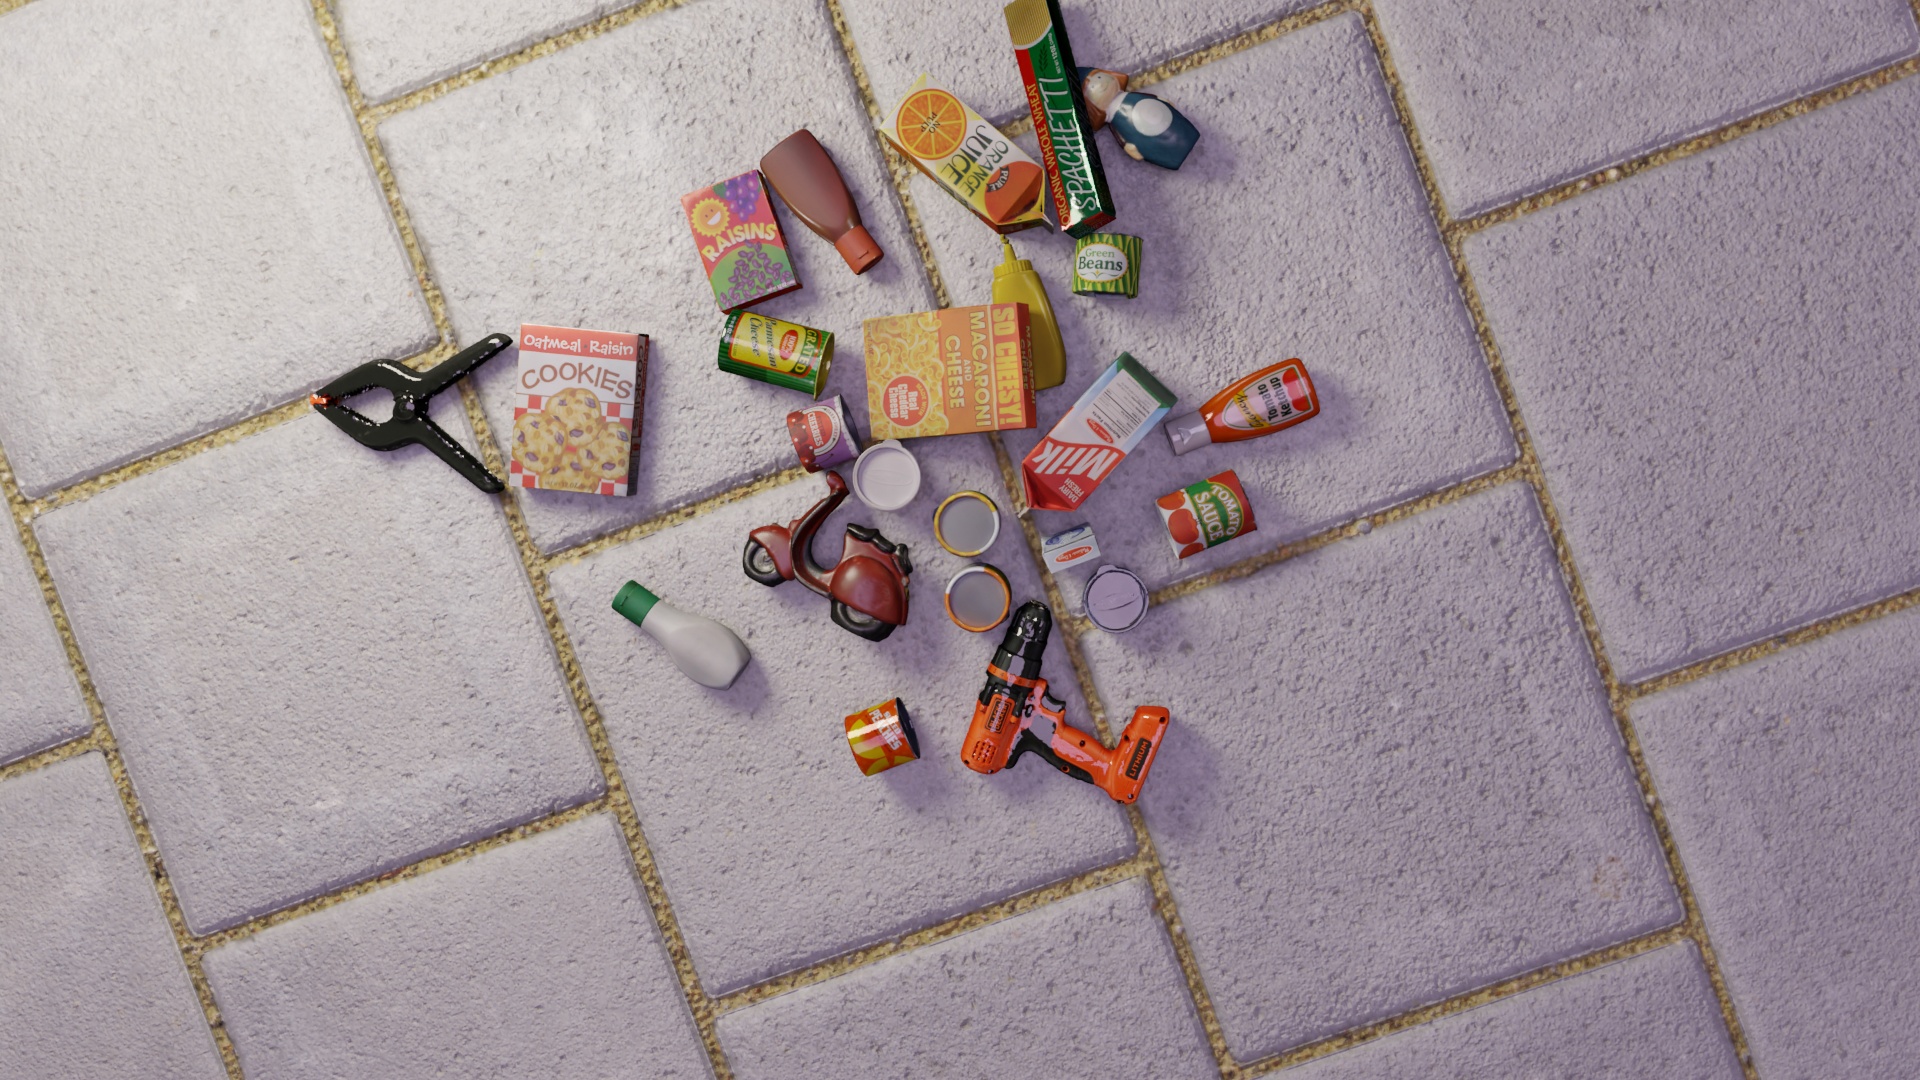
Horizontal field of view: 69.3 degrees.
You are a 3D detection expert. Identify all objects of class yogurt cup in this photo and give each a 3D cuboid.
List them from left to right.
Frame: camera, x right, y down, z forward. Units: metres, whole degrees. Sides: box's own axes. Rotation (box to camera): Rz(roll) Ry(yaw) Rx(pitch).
[{"bbox_3d":[-0.071,-0.064,1.399,0.072,0.054,0.072,0,93,3],"label":"yogurt cup"}]

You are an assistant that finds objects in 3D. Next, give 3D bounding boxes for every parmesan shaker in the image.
[{"bbox_3d":[-0.185,-0.186,1.392,0.103,0.071,0.071,14,94,2],"label":"parmesan shaker"}]

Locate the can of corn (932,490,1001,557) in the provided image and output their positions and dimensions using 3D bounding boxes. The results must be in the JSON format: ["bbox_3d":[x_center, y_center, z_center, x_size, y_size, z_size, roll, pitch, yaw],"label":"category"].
[{"bbox_3d":[0.005,-0.017,1.395,0.071,0.058,0.071,0,93,2],"label":"can of corn"}]

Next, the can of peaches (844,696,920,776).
[{"bbox_3d":[-0.079,0.198,1.403,0.058,0.071,0.071,-21,92,5],"label":"can of peaches"}]

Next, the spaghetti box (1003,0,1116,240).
[{"bbox_3d":[0.096,-0.418,1.352,0.050,0.029,0.250,-21,77,35],"label":"spaghetti box"}]

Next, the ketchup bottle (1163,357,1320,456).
[{"bbox_3d":[0.278,-0.127,1.385,0.149,0.043,0.064,-22,92,4],"label":"ketchup bottle"}]

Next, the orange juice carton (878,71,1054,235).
[{"bbox_3d":[0.018,-0.367,1.372,0.193,0.072,0.073,40,95,1],"label":"orange juice carton"}]

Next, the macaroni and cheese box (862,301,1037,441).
[{"bbox_3d":[-0.010,-0.166,1.373,0.166,0.040,0.123,-3,93,23],"label":"macaroni and cheese box"}]

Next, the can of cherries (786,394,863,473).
[{"bbox_3d":[-0.136,-0.107,1.391,0.058,0.071,0.071,-19,92,4],"label":"can of cherries"}]

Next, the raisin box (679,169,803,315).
[{"bbox_3d":[-0.220,-0.301,1.403,0.086,0.040,0.123,-19,93,4],"label":"raisin box"}]

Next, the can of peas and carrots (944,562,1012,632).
[{"bbox_3d":[0.020,0.059,1.398,0.071,0.059,0.071,0,93,3],"label":"can of peas and carrots"}]

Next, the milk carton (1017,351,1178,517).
[{"bbox_3d":[0.123,-0.093,1.380,0.073,0.072,0.190,43,93,0],"label":"milk carton"}]

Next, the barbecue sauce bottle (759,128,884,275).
[{"bbox_3d":[-0.135,-0.336,1.395,0.065,0.043,0.148,-37,91,2],"label":"barbecue sauce bottle"}]

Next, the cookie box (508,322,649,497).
[{"bbox_3d":[-0.389,-0.134,1.418,0.123,0.040,0.167,6,94,2],"label":"cookie box"}]

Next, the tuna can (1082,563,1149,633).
[{"bbox_3d":[0.156,0.057,1.404,0.071,0.033,0.071,0,93,3],"label":"tuna can"}]

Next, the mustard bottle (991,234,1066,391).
[{"bbox_3d":[0.063,-0.228,1.388,0.065,0.049,0.160,-12,92,9],"label":"mustard bottle"}]

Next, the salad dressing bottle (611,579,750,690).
[{"bbox_3d":[-0.287,0.095,1.422,0.148,0.044,0.064,34,96,2],"label":"salad dressing bottle"}]

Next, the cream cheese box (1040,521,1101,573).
[{"bbox_3d":[0.108,0.006,1.369,0.053,0.104,0.024,-20,96,5],"label":"cream cheese box"}]

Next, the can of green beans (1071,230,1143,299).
[{"bbox_3d":[0.145,-0.271,1.373,0.071,0.071,0.057,5,93,2],"label":"can of green beans"}]

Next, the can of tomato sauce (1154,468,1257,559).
[{"bbox_3d":[0.243,-0.025,1.378,0.083,0.071,0.071,-22,92,4],"label":"can of tomato sauce"}]
